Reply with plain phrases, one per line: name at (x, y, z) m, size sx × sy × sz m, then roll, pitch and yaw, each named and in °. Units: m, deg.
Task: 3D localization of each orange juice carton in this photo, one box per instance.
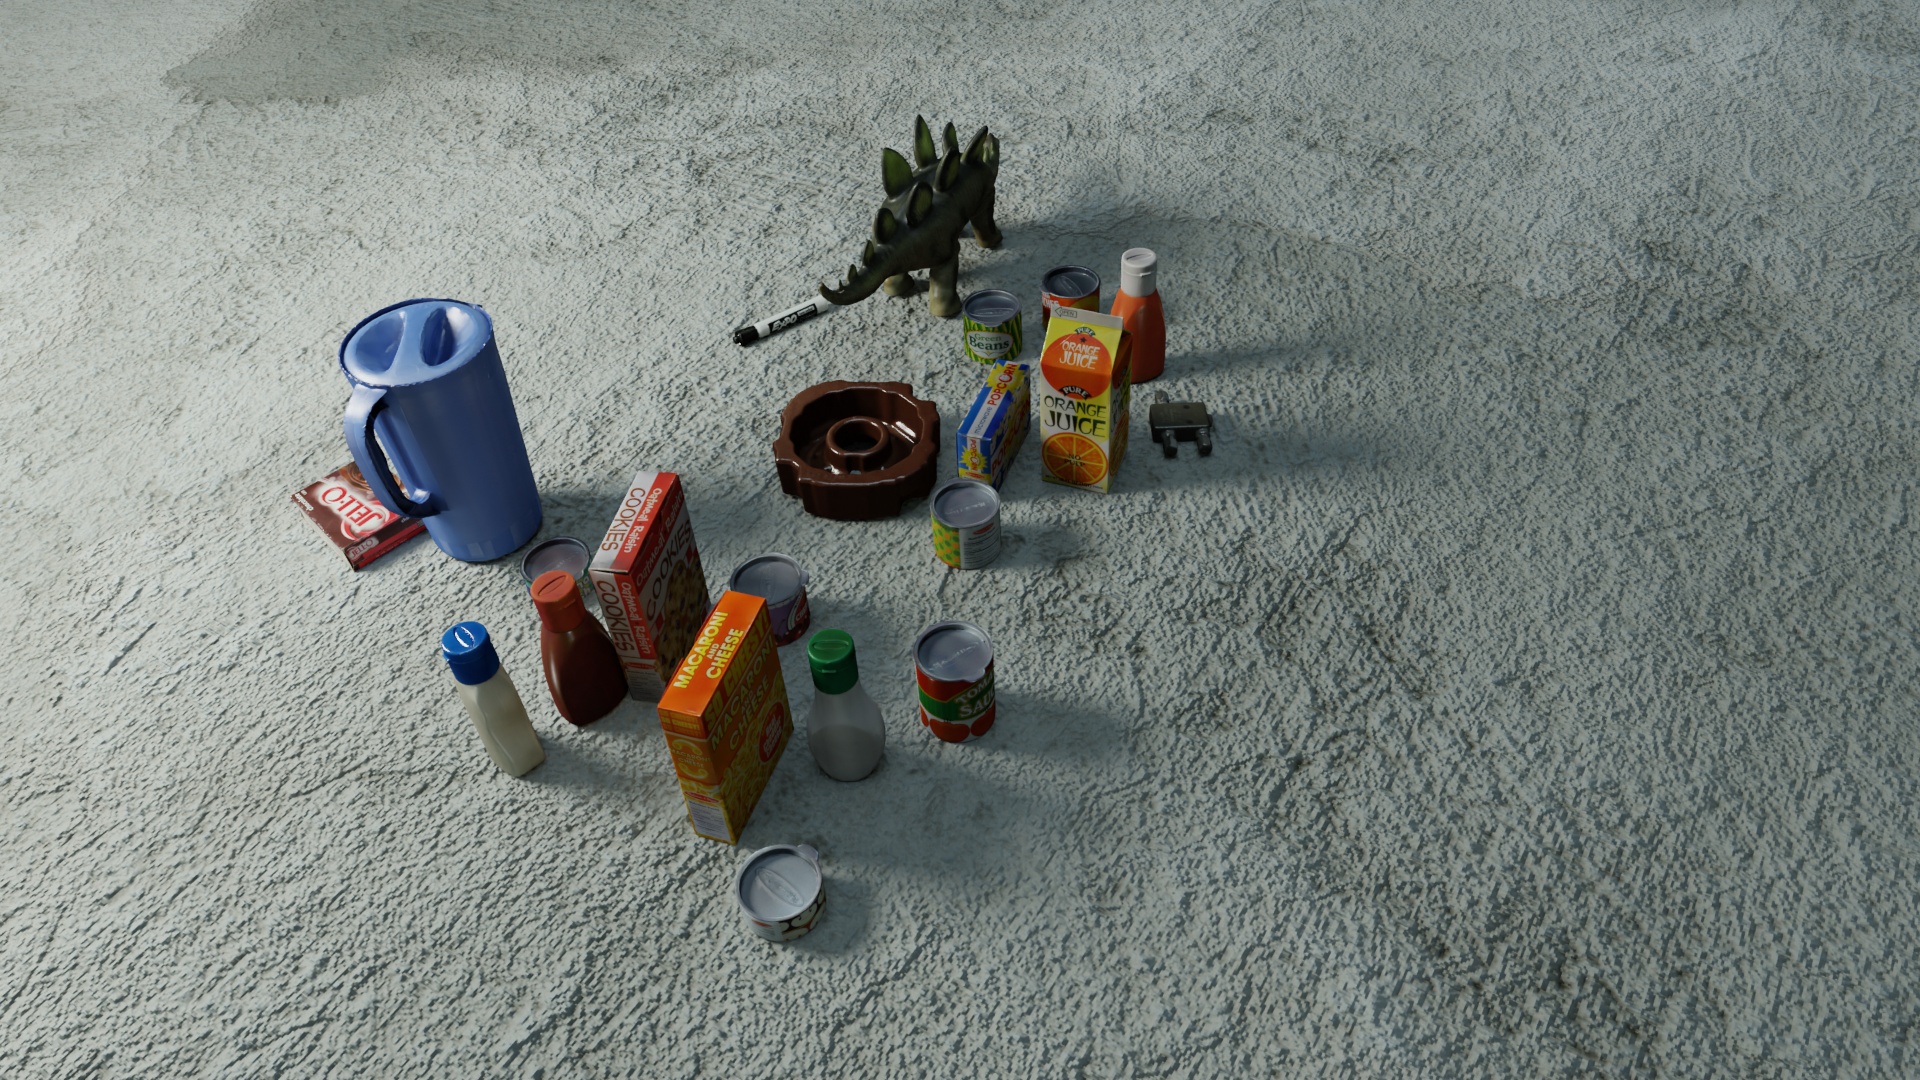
orange juice carton at (0.122, -0.144, 1.349) m, size 0.072 × 0.191 × 0.073 m, roll 13°, pitch 47°, yaw 17°

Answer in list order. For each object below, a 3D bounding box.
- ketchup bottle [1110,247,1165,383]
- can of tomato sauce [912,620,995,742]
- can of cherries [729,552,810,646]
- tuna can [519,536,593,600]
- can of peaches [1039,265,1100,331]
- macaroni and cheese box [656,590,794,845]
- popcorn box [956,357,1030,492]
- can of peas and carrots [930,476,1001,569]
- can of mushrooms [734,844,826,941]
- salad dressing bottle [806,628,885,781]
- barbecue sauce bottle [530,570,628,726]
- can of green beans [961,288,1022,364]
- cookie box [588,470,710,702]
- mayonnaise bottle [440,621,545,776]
ketchup bottle at (0.188, -0.237, 1.472) m, size 0.065 × 0.148 × 0.044 m, roll -14°, pitch 45°, yaw -10°
can of tomato sauce at (-0.002, 0.120, 1.164) m, size 0.071 × 0.082 × 0.071 m, roll -2°, pitch 44°, yaw 2°
can of cherries at (-0.169, 0.055, 1.260) m, size 0.071 × 0.058 × 0.072 m, roll -2°, pitch 44°, yaw 2°
tuna can at (-0.379, 0.031, 1.317) m, size 0.071 × 0.032 × 0.071 m, roll -2°, pitch 44°, yaw 2°
can of peaches at (0.123, -0.269, 1.574) m, size 0.071 × 0.057 × 0.071 m, roll -2°, pitch 44°, yaw 2°
macaroni and cheese box at (-0.182, 0.141, 1.095) m, size 0.040 × 0.165 × 0.124 m, roll 10°, pitch 46°, yaw 14°
popcorn box at (0.035, -0.111, 1.398) m, size 0.038 × 0.084 × 0.127 m, roll 12°, pitch 46°, yaw 16°
can of peas and carrots at (0.005, -0.017, 1.321) m, size 0.071 × 0.058 × 0.071 m, roll -2°, pitch 44°, yaw 2°
can of mushrooms at (-0.135, 0.267, 1.057) m, size 0.071 × 0.033 × 0.071 m, roll -2°, pitch 44°, yaw 2°
salad dressing bottle at (-0.095, 0.132, 1.111) m, size 0.064 × 0.146 × 0.044 m, roll -1°, pitch 44°, yaw 3°
barbecue sauce bottle at (-0.325, 0.089, 1.171) m, size 0.044 × 0.147 × 0.065 m, roll 31°, pitch 54°, yaw 30°
can of green beans at (0.036, -0.238, 1.548) m, size 0.071 × 0.057 × 0.071 m, roll -2°, pitch 44°, yaw 2°
cookie box at (-0.264, 0.041, 1.203) m, size 0.040 × 0.166 × 0.123 m, roll 5°, pitch 45°, yaw 9°
mayonnaise bottle at (-0.384, 0.128, 1.135) m, size 0.041 × 0.147 × 0.065 m, roll -34°, pitch 52°, yaw -27°
